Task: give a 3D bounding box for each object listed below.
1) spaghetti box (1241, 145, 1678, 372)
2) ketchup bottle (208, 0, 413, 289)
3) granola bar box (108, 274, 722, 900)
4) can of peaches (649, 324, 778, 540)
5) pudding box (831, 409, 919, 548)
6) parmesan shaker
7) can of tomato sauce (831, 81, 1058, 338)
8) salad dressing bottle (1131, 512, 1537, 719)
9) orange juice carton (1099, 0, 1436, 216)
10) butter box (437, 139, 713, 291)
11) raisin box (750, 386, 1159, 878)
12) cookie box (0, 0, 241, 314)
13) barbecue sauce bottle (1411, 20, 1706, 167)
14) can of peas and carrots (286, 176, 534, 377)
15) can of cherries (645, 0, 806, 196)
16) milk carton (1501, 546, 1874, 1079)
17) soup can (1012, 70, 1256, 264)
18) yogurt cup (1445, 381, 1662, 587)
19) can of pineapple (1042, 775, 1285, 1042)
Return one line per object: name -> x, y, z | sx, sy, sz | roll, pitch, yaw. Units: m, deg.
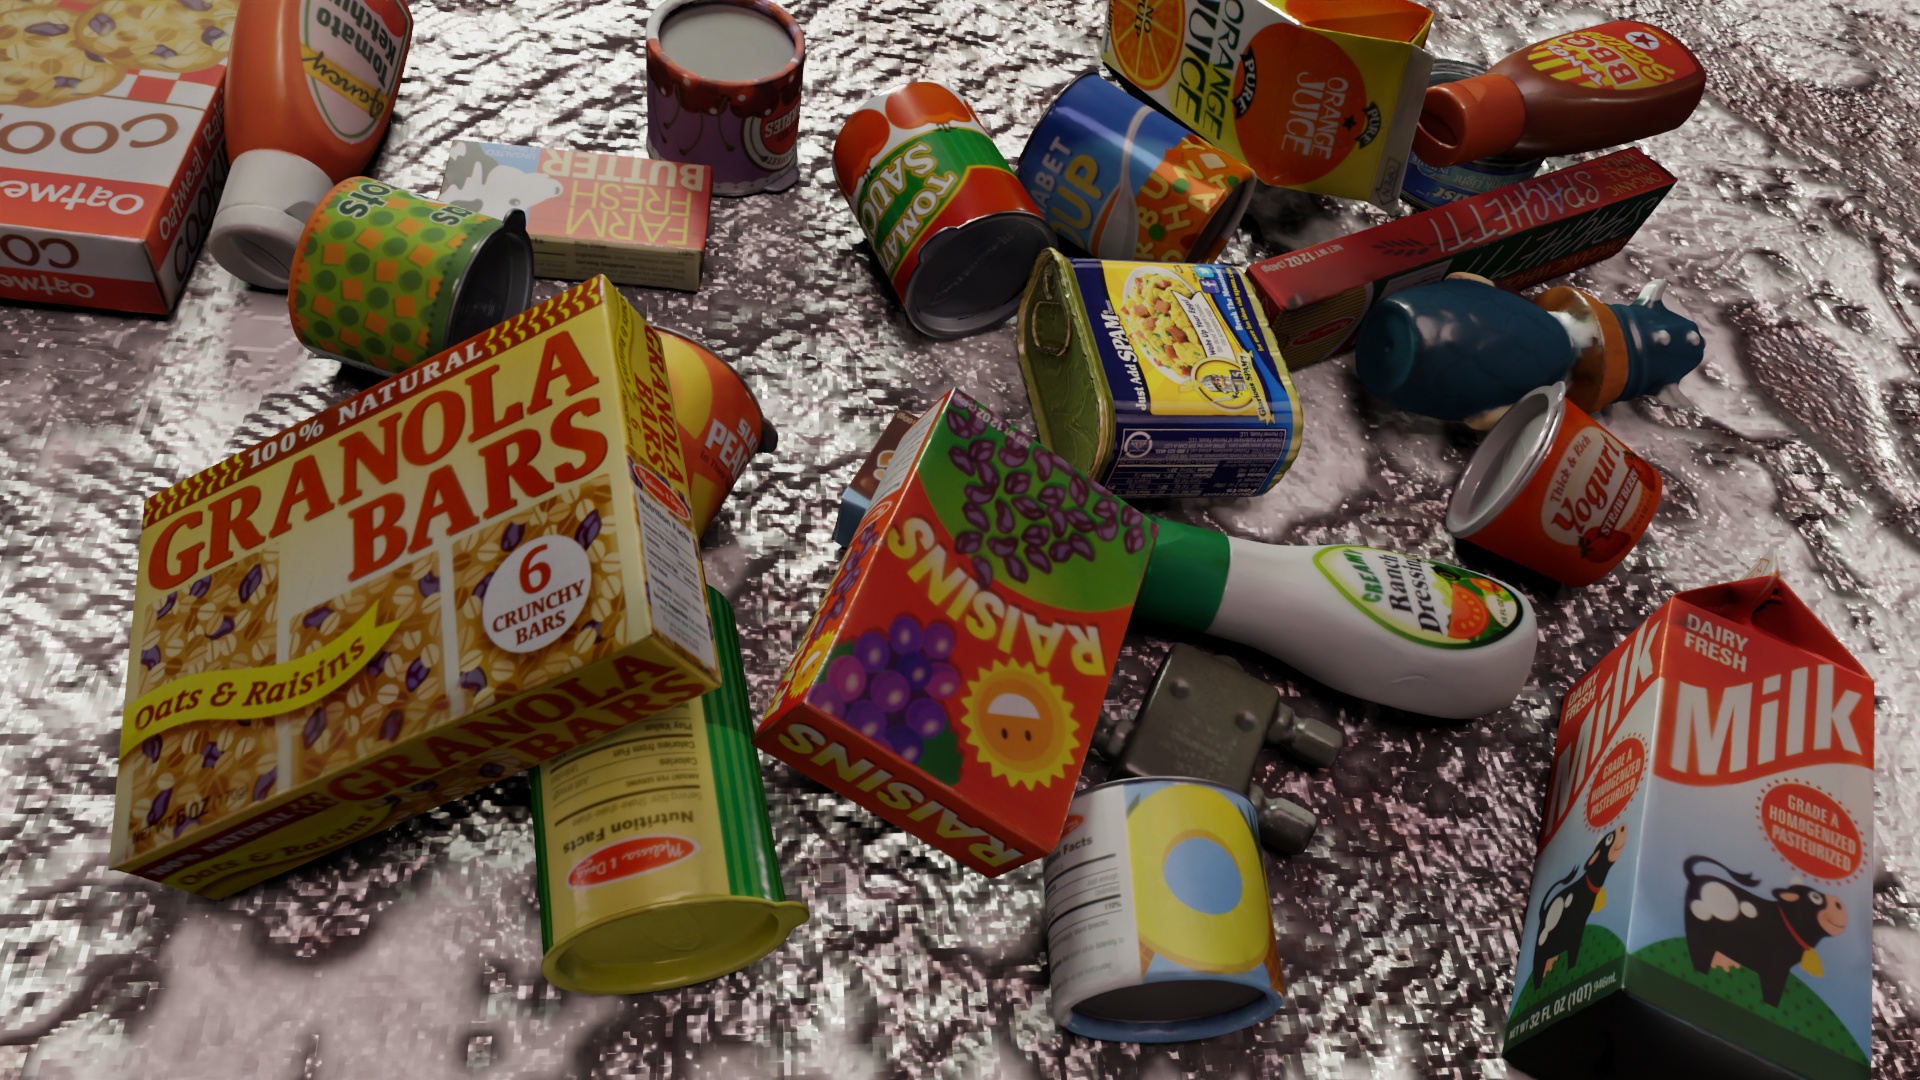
spaghetti box -> 0.221, -0.126, 0.621 | 0.251, 0.050, 0.029 | -21, 63, -25
ketchup bottle -> -0.255, -0.166, 0.539 | 0.043, 0.064, 0.149 | -12, 60, 20
granola bar box -> -0.155, 0.013, 0.393 | 0.165, 0.039, 0.125 | -23, 57, 11
can of peaches -> -0.106, -0.029, 0.466 | 0.071, 0.071, 0.058 | 23, 54, 4
pudding box -> 0.002, -0.006, 0.497 | 0.084, 0.030, 0.050 | 25, 54, 6
parmesan shaker -> -0.087, 0.068, 0.401 | 0.071, 0.071, 0.103 | -5, 56, -16
can of tomato sauce -> -0.009, -0.135, 0.564 | 0.071, 0.070, 0.083 | -15, 59, -22
salad dressing bottle -> 0.125, 0.024, 0.494 | 0.148, 0.043, 0.064 | 13, 37, -3
orange juice carton -> 0.144, -0.221, 0.630 | 0.073, 0.071, 0.193 | -14, 44, -21
butter box -> -0.153, -0.130, 0.555 | 0.103, 0.024, 0.053 | 3, 55, -10
raisin box -> 0.003, 0.026, 0.421 | 0.086, 0.040, 0.124 | 33, 53, -14
cookie box -> -0.343, -0.162, 0.526 | 0.123, 0.040, 0.168 | 5, 53, -9
barbecue sauce bottle -> 0.276, -0.206, 0.651 | 0.149, 0.043, 0.065 | -20, 54, -24
can of peas and carrots -> -0.191, -0.091, 0.490 | 0.059, 0.070, 0.071 | 18, 53, 1
can of cherries -> -0.098, -0.189, 0.589 | 0.071, 0.058, 0.072 | 6, 54, -8
milk carton -> 0.242, 0.089, 0.456 | 0.073, 0.072, 0.191 | 25, 53, 6
soup can -> 0.072, -0.148, 0.594 | 0.084, 0.071, 0.072 | 36, 55, 13
yogurt cup -> 0.230, -0.018, 0.538 | 0.054, 0.072, 0.073 | 31, 54, 0
can of pineapple -> 0.059, 0.109, 0.405 | 0.071, 0.070, 0.058 | 5, 55, -10
